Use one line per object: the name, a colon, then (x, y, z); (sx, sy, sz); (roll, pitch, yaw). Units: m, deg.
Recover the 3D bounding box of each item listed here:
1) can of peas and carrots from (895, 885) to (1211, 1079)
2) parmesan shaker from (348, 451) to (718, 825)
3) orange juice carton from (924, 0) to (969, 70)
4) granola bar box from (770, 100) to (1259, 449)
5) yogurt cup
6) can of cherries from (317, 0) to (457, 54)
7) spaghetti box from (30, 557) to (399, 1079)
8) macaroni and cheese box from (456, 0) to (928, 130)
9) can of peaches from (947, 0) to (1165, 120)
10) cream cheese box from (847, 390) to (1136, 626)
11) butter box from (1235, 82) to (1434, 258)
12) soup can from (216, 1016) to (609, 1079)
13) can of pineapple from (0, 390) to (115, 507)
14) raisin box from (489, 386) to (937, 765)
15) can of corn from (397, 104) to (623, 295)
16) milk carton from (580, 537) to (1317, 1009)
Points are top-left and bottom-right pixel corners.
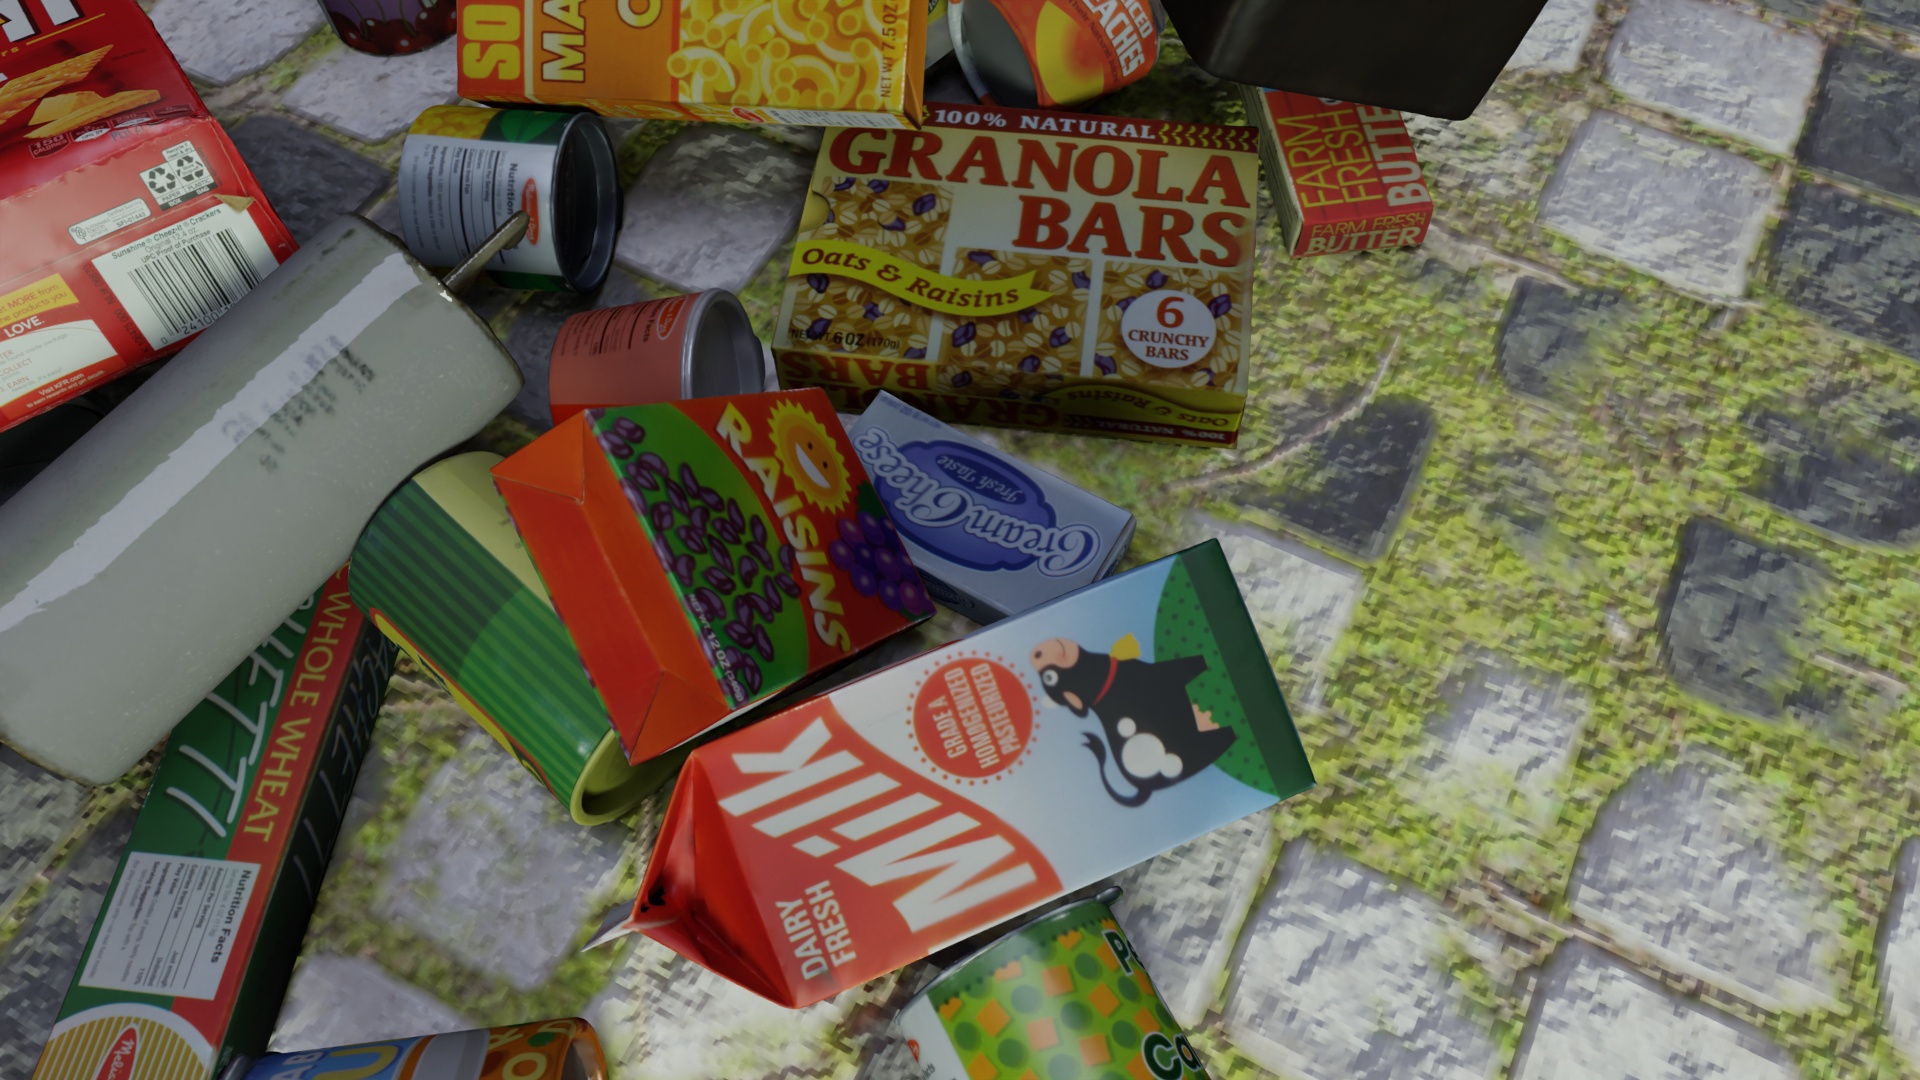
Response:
can of peas and carrots: (0.027, 0.135, 0.366); (0.071, 0.070, 0.059); (-26, 65, -12)
parmesan shaker: (-0.127, 0.028, 0.428); (0.103, 0.071, 0.071); (38, 69, 16)
orange juice carton: (-0.067, -0.272, 0.563); (0.192, 0.072, 0.072); (49, 63, -4)
granola bar box: (0.024, -0.102, 0.511); (0.166, 0.039, 0.125); (6, 62, 5)
yogurt cup: (-0.104, -0.051, 0.474); (0.054, 0.072, 0.073); (0, 61, 11)
can of cherries: (-0.244, -0.251, 0.589); (0.071, 0.058, 0.072); (-1, 61, 1)
spaghetti box: (-0.216, 0.074, 0.427); (0.050, 0.028, 0.251); (5, 62, 5)
macaroni and cheese box: (-0.095, -0.217, 0.500); (0.166, 0.040, 0.123); (4, 96, 7)
can of peaches: (0.037, -0.201, 0.548); (0.058, 0.071, 0.071); (-32, 65, -14)
cream cheese box: (0.002, -0.006, 0.467); (0.104, 0.024, 0.053); (27, 67, 15)
butter box: (0.145, -0.159, 0.547); (0.053, 0.024, 0.104); (-7, 61, -2)
soup can: (-0.138, 0.159, 0.356); (0.084, 0.071, 0.071); (-7, 62, -3)
can of pineapple: (-0.294, -0.008, 0.458); (0.071, 0.057, 0.071); (-1, 62, 2)
raisin box: (-0.063, 0.004, 0.398); (0.040, 0.124, 0.086); (-30, 86, 25)
can of corn: (-0.165, -0.127, 0.517); (0.058, 0.071, 0.071); (5, 62, 5)
milk carton: (-0.009, 0.069, 0.388); (0.191, 0.072, 0.073); (-21, 86, -8)
